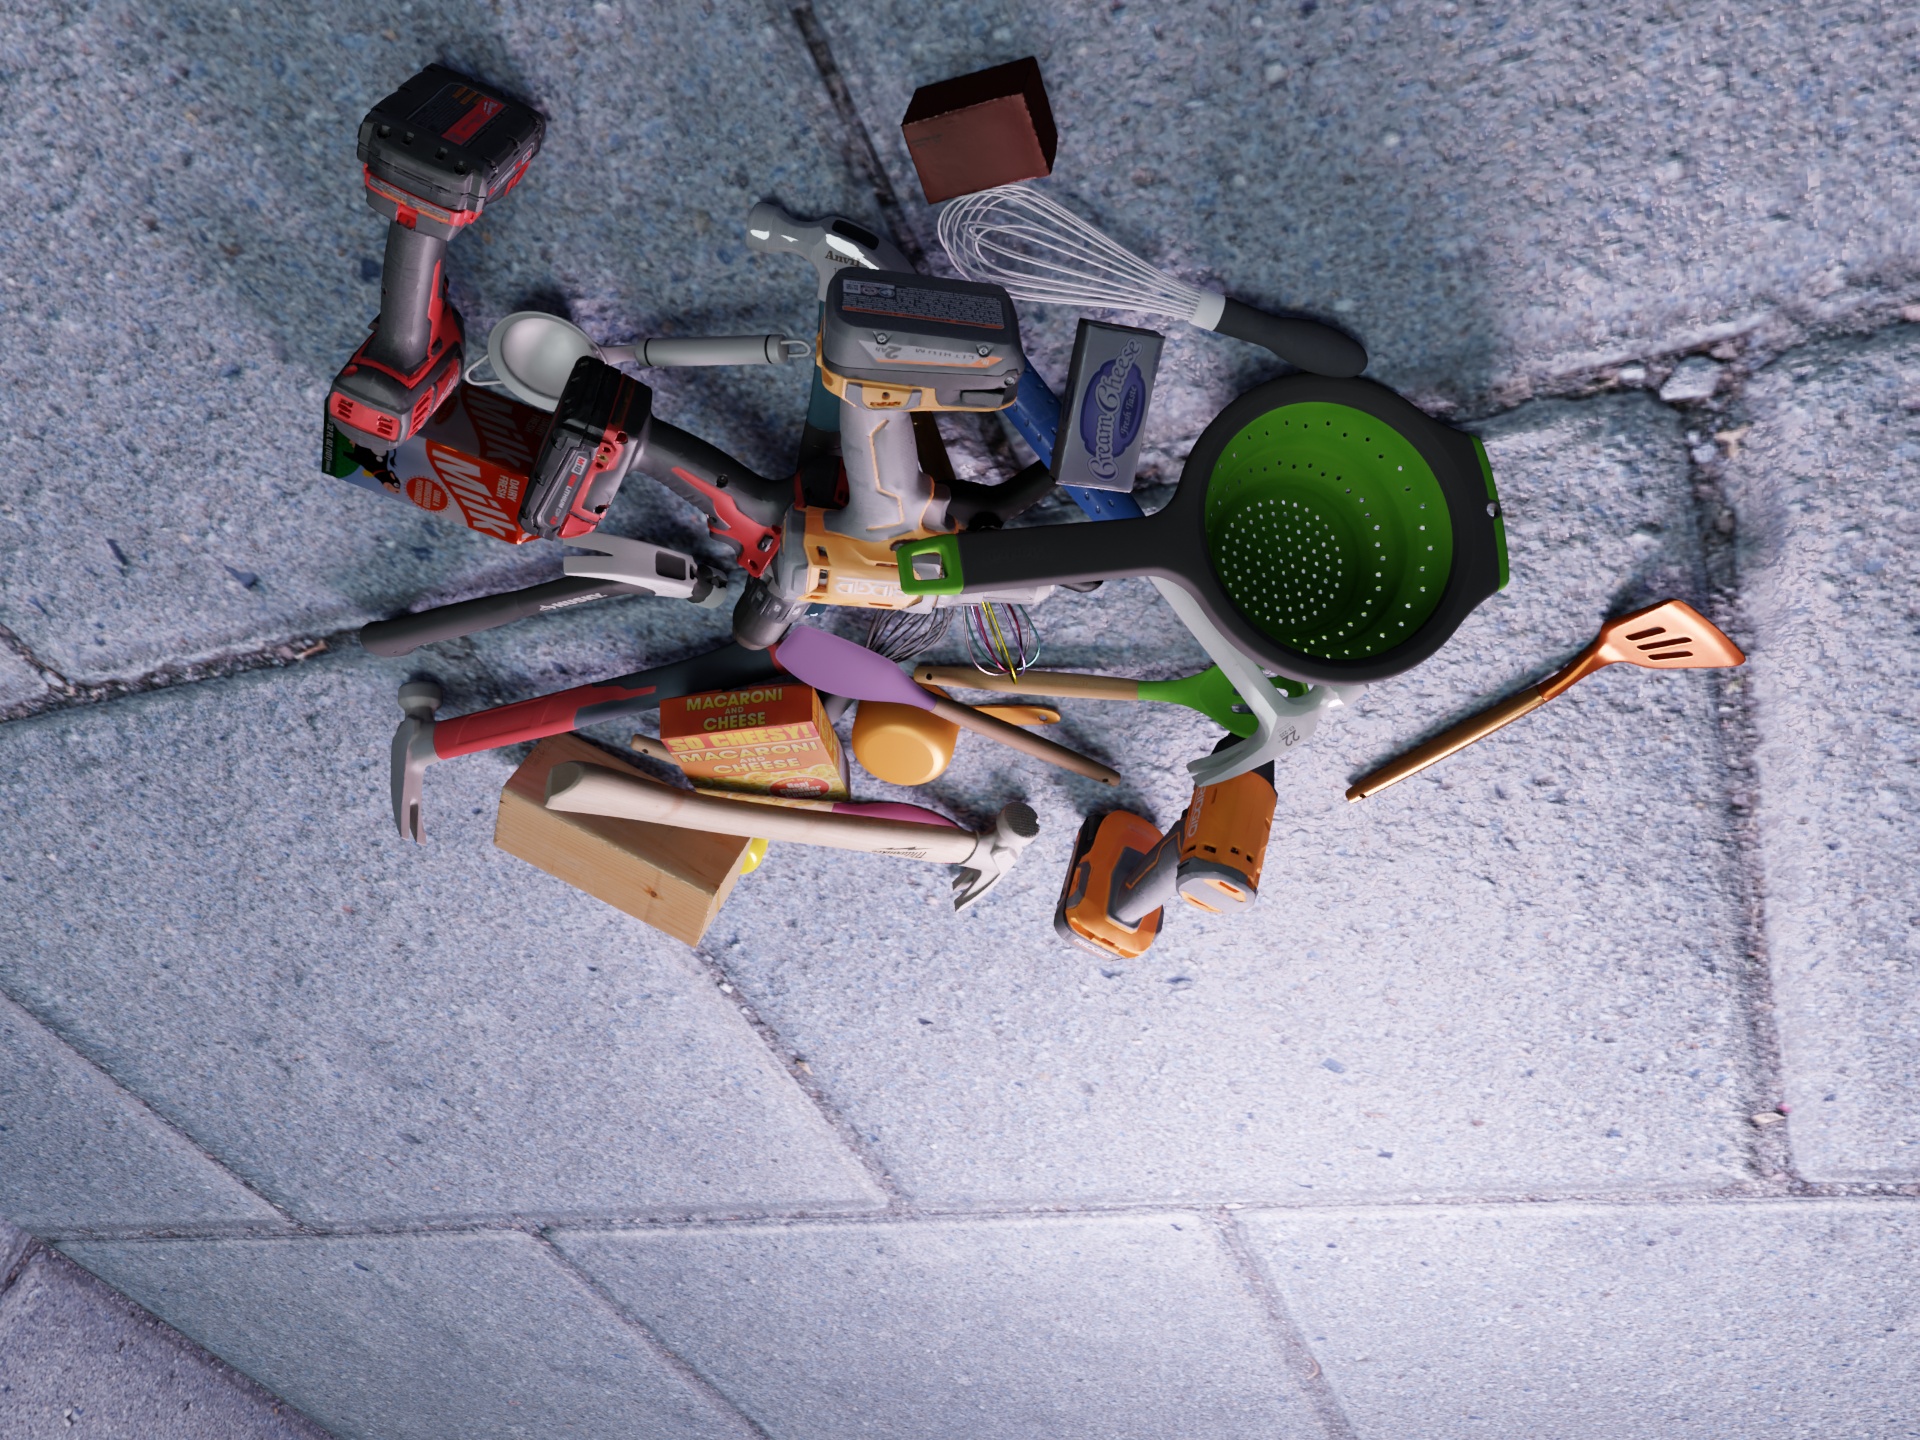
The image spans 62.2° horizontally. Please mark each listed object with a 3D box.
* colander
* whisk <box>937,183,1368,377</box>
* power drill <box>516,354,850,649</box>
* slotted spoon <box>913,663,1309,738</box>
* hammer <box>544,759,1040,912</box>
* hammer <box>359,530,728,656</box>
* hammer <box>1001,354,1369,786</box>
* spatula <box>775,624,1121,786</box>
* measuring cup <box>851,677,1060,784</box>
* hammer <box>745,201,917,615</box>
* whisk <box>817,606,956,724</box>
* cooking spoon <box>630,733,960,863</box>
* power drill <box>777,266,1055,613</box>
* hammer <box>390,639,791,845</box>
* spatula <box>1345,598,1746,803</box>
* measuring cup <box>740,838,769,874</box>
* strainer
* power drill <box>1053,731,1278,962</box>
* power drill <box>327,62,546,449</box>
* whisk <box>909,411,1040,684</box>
[{"bbox_3d":[0.149,-0.107,1.027,0.397,0.204,0.094,-7,172,-12],"label":"colander"},{"bbox_3d":[0.122,-0.264,0.980,0.284,0.070,0.070,16,137,-9],"label":"whisk"},{"bbox_3d":[-0.188,-0.140,1.119,0.226,0.080,0.187,20,139,-19],"label":"power drill"},{"bbox_3d":[0.114,-0.028,1.244,0.314,0.031,0.070,4,104,15],"label":"slotted spoon"},{"bbox_3d":[-0.145,0.093,1.343,0.410,0.038,0.146,10,142,-23],"label":"hammer"},{"bbox_3d":[-0.359,-0.093,1.266,0.335,0.035,0.146,-9,167,31],"label":"hammer"},{"bbox_3d":[0.122,-0.116,1.096,0.144,0.035,0.405,-39,116,9],"label":"hammer"},{"bbox_3d":[-0.002,-0.004,1.256,0.315,0.018,0.059,22,134,-25],"label":"spatula"},{"bbox_3d":[-0.006,0.013,1.301,0.173,0.052,0.095,0,135,16],"label":"measuring cup"},{"bbox_3d":[-0.097,-0.200,1.120,0.128,0.033,0.330,15,137,1],"label":"hammer"},{"bbox_3d":[-0.076,-0.043,1.269,0.055,0.055,0.239,30,139,-16],"label":"whisk"},{"bbox_3d":[-0.139,0.070,1.416,0.318,0.017,0.068,20,137,-11],"label":"cooking spoon"},{"bbox_3d":[-0.015,-0.160,1.001,0.185,0.084,0.226,5,134,-9],"label":"power drill"},{"bbox_3d":[-0.312,0.002,1.327,0.386,0.143,0.038,-12,159,20],"label":"hammer"},{"bbox_3d":[0.413,-0.003,1.183,0.081,0.041,0.322,34,134,-21],"label":"spatula"},{"bbox_3d":[-0.219,0.085,1.449,0.062,0.029,0.156,1,136,14],"label":"measuring cup"},{"bbox_3d":[-0.218,-0.249,1.076,0.258,0.050,0.086,3,142,20],"label":"strainer"},{"bbox_3d":[0.173,0.096,1.285,0.084,0.164,0.226,28,148,-15],"label":"power drill"},{"bbox_3d":[-0.339,-0.292,1.019,0.078,0.143,0.219,24,130,-8],"label":"power drill"},{"bbox_3d":[0.008,-0.122,1.167,0.051,0.047,0.244,-5,131,21],"label":"whisk"}]
